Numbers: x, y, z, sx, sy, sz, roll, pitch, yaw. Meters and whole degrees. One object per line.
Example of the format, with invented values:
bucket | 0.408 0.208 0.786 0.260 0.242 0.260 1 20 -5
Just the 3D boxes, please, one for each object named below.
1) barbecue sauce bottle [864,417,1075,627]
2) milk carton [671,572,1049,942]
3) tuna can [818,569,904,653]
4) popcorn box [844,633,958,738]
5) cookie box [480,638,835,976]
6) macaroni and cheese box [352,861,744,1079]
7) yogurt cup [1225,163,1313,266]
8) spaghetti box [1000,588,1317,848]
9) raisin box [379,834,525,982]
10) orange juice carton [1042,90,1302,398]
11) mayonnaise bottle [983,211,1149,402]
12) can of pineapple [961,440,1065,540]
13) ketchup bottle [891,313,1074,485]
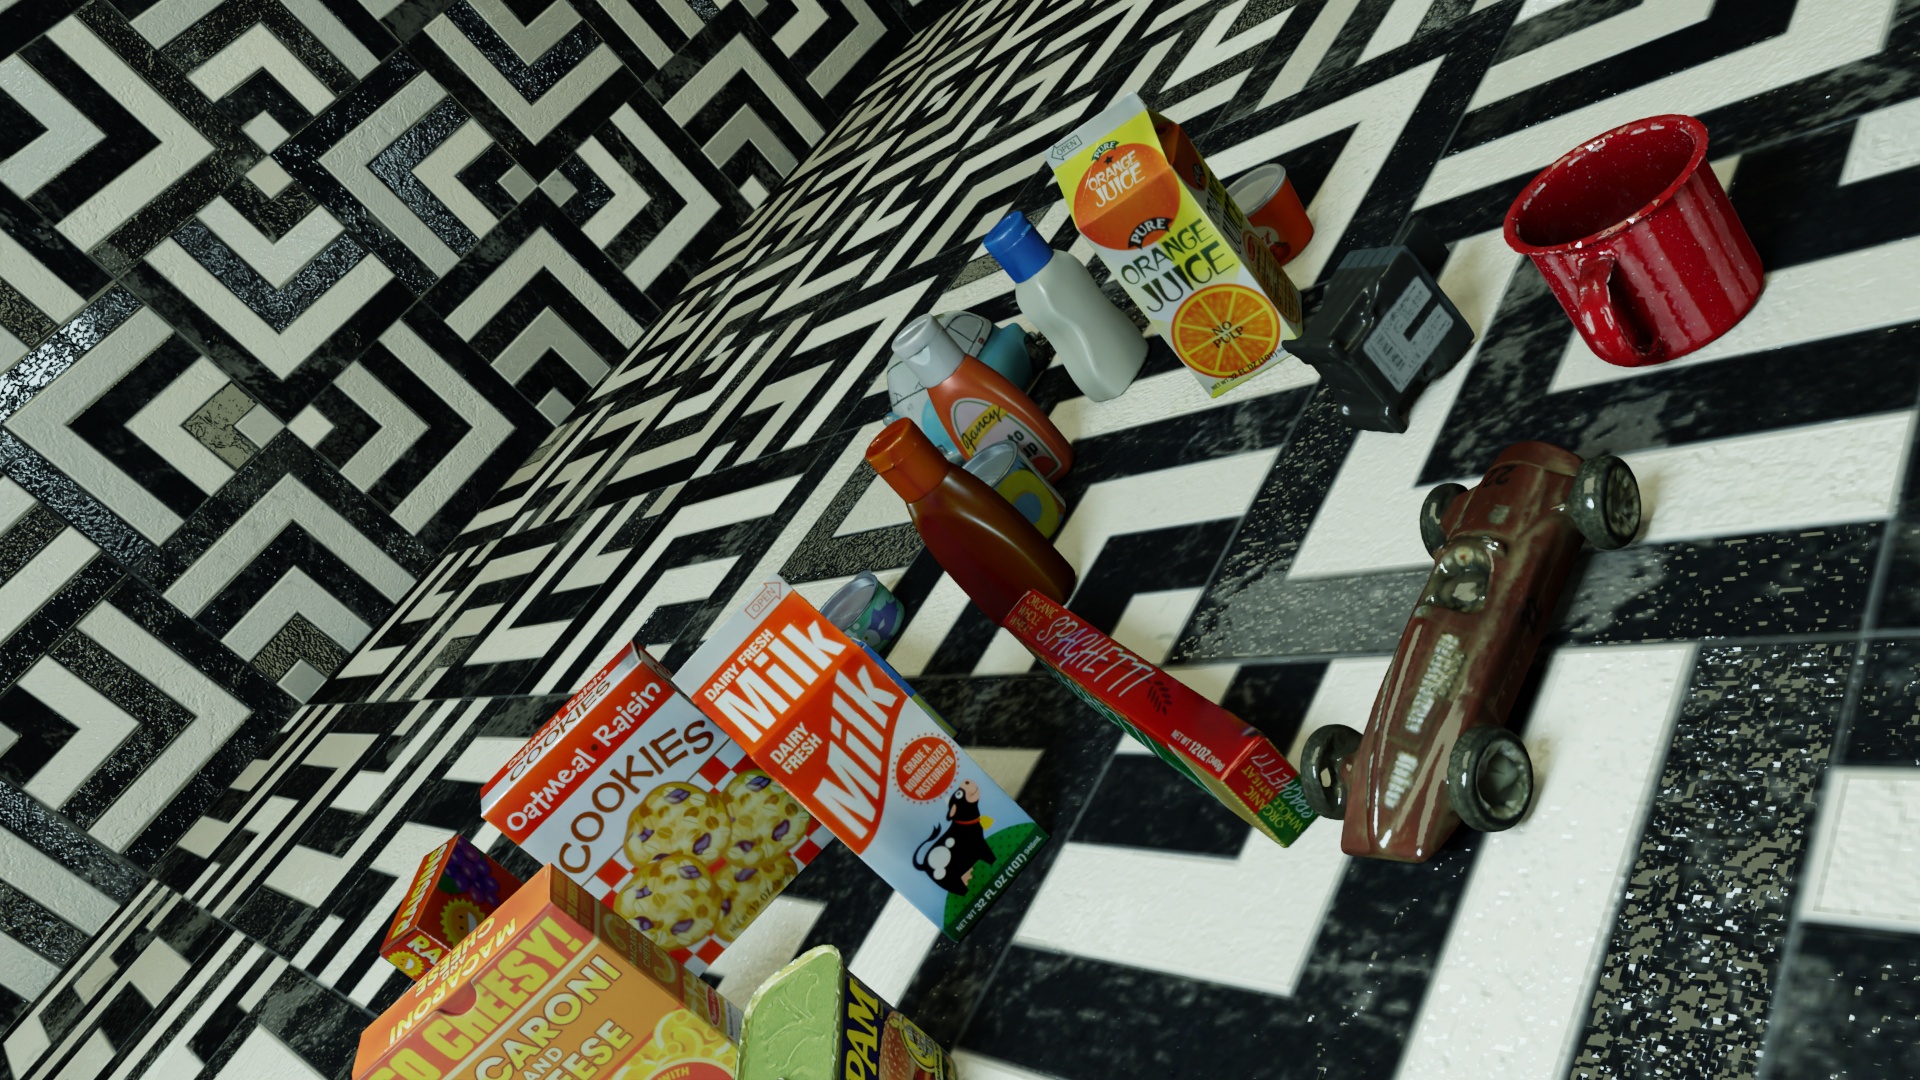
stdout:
barbecue sauce bottle | 0.003 -0.011 0.845 0.064 0.148 0.044 -24 29 39
milk carton | -0.051 0.103 0.680 0.072 0.190 0.073 -48 23 -10
tuna can | -0.073 0.057 1.000 0.071 0.032 0.071 -35 24 18
popcorn box | -0.066 0.093 0.858 0.038 0.085 0.126 -49 23 -13
cookie box | -0.174 0.159 0.812 0.123 0.167 0.040 -45 23 -5
macaroni and cheese box | -0.178 0.250 0.659 0.124 0.166 0.040 -43 23 1
yogurt cup | 0.217 -0.229 1.002 0.072 0.054 0.073 -35 24 18
spaghetti box | 0.087 0.078 0.682 0.029 0.050 0.250 -45 23 -6
raisin box | -0.302 0.261 0.897 0.040 0.123 0.086 -35 24 19
orange juice carton | 0.138 -0.192 0.887 0.071 0.192 0.073 -30 26 30
mayonnaise bottle | 0.076 -0.172 1.010 0.041 0.148 0.065 -12 38 51
can of pineapple | 0.028 -0.024 0.944 0.071 0.057 0.071 -35 24 18
ketchup bottle | 0.013 -0.093 0.974 0.064 0.148 0.044 -33 25 24
